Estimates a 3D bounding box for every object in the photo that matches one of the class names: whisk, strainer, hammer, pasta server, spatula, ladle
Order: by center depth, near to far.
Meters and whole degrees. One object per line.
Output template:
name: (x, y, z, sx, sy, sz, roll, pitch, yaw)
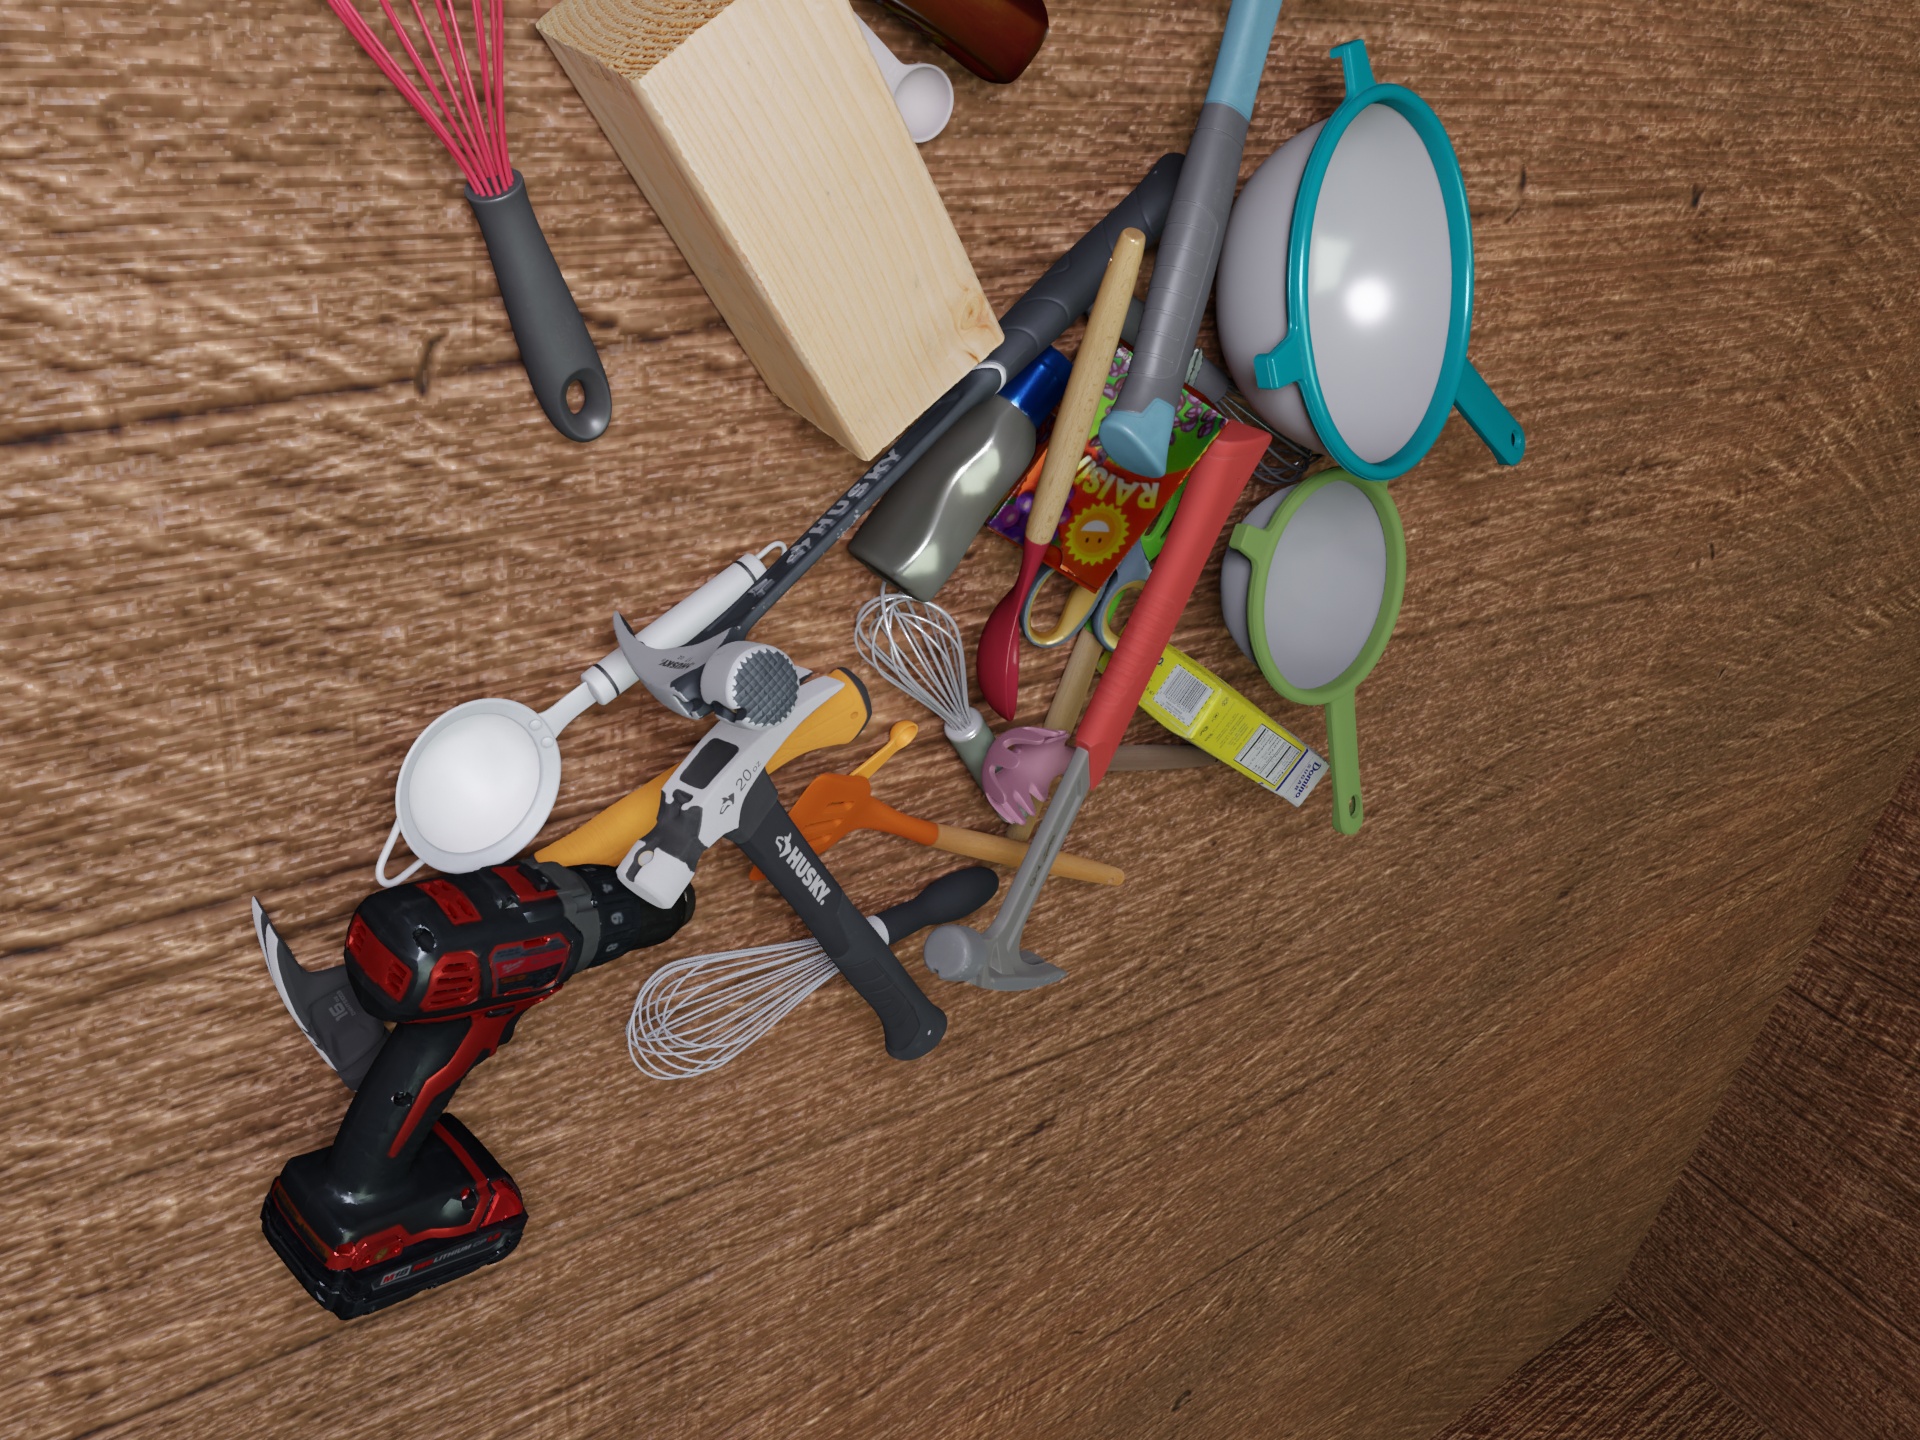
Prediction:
whisk: (-0.182, -0.220, 0.601, 0.073, 0.073, 0.295, -34, 145, -19)
hammer: (-0.007, -0.150, 0.771, 0.409, 0.149, 0.036, -48, 122, -22)
strainer: (-0.183, -0.012, 0.776, 0.258, 0.050, 0.086, -40, 133, -21)
hammer: (0.126, -0.284, 0.780, 0.128, 0.033, 0.331, 15, 91, -47)
ladle: (0.046, -0.112, 0.808, 0.031, 0.069, 0.315, 11, 139, -5)
hammer: (-0.190, 0.059, 0.830, 0.337, 0.034, 0.127, -32, 139, -21)
hammer: (-0.070, 0.107, 0.897, 0.146, 0.035, 0.334, -57, 147, -21)
hammer: (0.093, -0.006, 0.935, 0.149, 0.037, 0.359, 17, 99, -62)
whisk: (0.146, -0.199, 0.939, 0.238, 0.055, 0.055, 23, 103, -45)
strainer: (0.242, -0.227, 0.949, 0.340, 0.095, 0.211, 24, 78, -50)
whisk: (-0.002, -0.003, 0.952, 0.058, 0.059, 0.246, -14, 144, 13)
whisk: (-0.082, 0.147, 0.989, 0.284, 0.070, 0.070, -20, 132, -37)
spatula: (0.002, 0.083, 1.011, 0.322, 0.041, 0.081, 16, 117, -43)
strainer: (0.223, -0.043, 1.037, 0.151, 0.069, 0.256, -30, 121, -32)
pasta server: (0.105, 0.028, 1.047, 0.316, 0.040, 0.060, 1, 113, -55)

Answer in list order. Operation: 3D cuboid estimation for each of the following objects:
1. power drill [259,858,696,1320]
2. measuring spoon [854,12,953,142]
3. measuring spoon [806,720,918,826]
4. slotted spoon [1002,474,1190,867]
power drill: (-0.233, 0.167, 0.789, 0.187, 0.080, 0.226, -5, 125, -55)
measuring spoon: (-0.050, -0.299, 0.698, 0.124, 0.018, 0.034, 27, 100, -43)
measuring spoon: (-0.072, 0.038, 0.946, 0.117, 0.011, 0.021, -41, 155, -6)
slotted spoon: (0.079, -0.035, 1.016, 0.070, 0.031, 0.313, 3, 120, -30)
